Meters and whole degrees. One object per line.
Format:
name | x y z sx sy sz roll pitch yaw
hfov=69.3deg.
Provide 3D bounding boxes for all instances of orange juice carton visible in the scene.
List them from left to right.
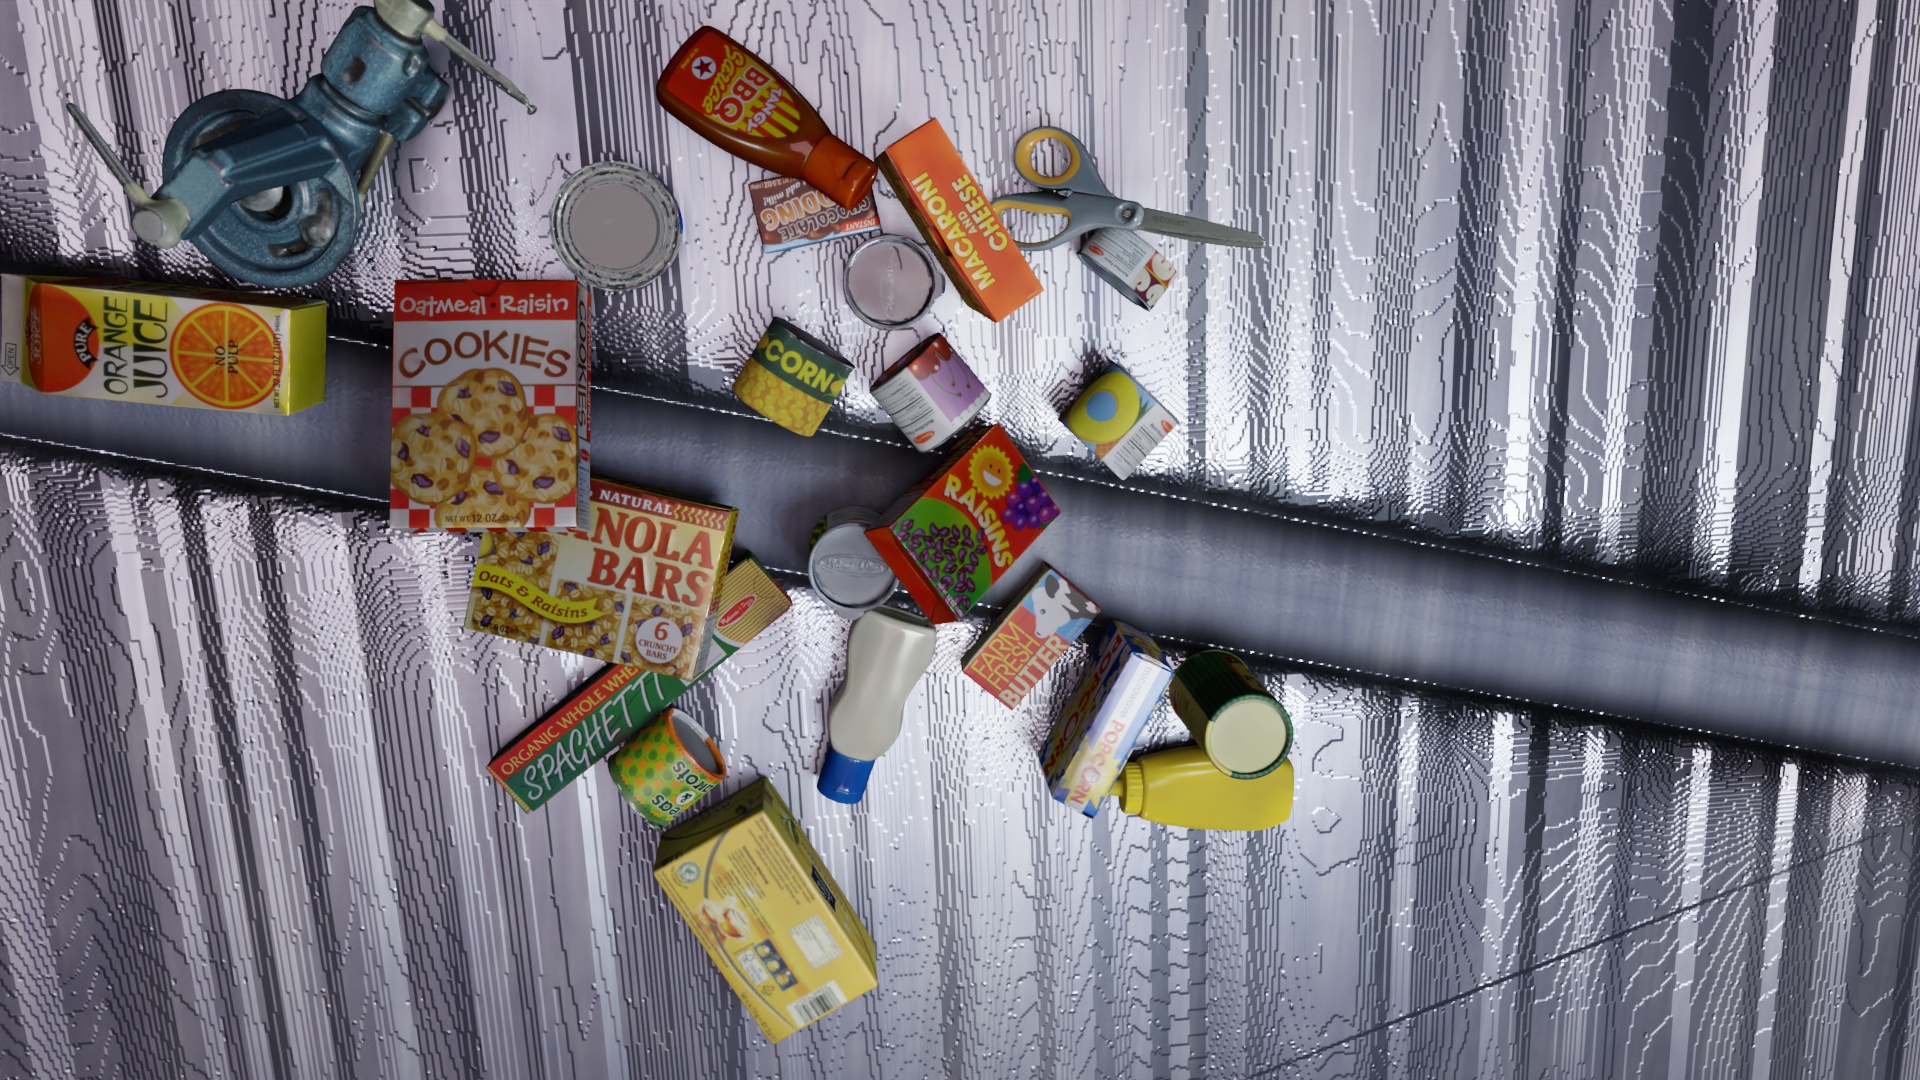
orange juice carton | -0.526 -0.130 0.910 0.193 0.073 0.071 5 103 -7

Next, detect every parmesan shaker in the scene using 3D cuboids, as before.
parmesan shaker | 0.201 0.130 1.029 0.071 0.103 0.071 -1 103 -6

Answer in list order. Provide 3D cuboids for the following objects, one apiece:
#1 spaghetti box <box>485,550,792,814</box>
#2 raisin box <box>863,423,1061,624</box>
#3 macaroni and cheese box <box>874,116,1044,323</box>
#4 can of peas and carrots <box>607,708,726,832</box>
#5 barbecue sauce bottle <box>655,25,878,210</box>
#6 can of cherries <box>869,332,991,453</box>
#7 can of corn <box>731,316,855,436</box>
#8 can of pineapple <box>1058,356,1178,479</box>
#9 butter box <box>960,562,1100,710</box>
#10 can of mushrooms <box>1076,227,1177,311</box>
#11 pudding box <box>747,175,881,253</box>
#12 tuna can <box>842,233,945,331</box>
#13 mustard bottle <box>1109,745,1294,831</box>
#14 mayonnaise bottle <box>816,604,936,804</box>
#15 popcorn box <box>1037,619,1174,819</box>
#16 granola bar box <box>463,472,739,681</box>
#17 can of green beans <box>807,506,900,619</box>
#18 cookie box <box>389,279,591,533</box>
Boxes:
spaghetti box | -0.235 0.104 1.016 0.250 0.029 0.050 -38 103 3
raisin box | 0.003 -0.012 0.979 0.124 0.040 0.086 -45 107 -30
macaroni and cheese box | -0.005 -0.206 0.899 0.040 0.167 0.123 -33 104 3
can of peas and carrots | -0.212 0.167 1.011 0.058 0.071 0.071 -39 104 3
barbecue sauce bottle | -0.124 -0.273 0.915 0.148 0.043 0.065 35 81 3
can of cherries | -0.020 -0.105 0.975 0.071 0.071 0.058 -40 103 4
can of corn | -0.116 -0.112 0.958 0.071 0.071 0.058 31 99 -12
can of pineapple | 0.111 -0.086 0.992 0.071 0.071 0.058 42 96 -13
butter box | 0.051 0.072 1.041 0.053 0.024 0.103 39 96 -12
can of mushrooms | 0.117 -0.192 0.969 0.071 0.071 0.033 36 96 -12
pudding box | -0.100 -0.229 0.955 0.084 0.030 0.049 -12 104 -3
tuna can | -0.047 -0.181 0.970 0.071 0.033 0.071 -1 103 -6
mustard bottle | 0.173 0.189 1.068 0.160 0.049 0.065 1 104 -6
mayonnaise bottle | -0.068 0.122 1.032 0.065 0.041 0.147 18 101 -8
popcorn box | 0.106 0.130 1.029 0.038 0.085 0.126 26 99 -10
granola bar box | -0.250 0.019 0.972 0.166 0.039 0.124 13 94 -1
can of green beans | -0.077 0.013 0.997 0.071 0.058 0.071 -1 103 -6
cookie box | -0.313 -0.090 0.931 0.123 0.040 0.167 -1 85 -2
